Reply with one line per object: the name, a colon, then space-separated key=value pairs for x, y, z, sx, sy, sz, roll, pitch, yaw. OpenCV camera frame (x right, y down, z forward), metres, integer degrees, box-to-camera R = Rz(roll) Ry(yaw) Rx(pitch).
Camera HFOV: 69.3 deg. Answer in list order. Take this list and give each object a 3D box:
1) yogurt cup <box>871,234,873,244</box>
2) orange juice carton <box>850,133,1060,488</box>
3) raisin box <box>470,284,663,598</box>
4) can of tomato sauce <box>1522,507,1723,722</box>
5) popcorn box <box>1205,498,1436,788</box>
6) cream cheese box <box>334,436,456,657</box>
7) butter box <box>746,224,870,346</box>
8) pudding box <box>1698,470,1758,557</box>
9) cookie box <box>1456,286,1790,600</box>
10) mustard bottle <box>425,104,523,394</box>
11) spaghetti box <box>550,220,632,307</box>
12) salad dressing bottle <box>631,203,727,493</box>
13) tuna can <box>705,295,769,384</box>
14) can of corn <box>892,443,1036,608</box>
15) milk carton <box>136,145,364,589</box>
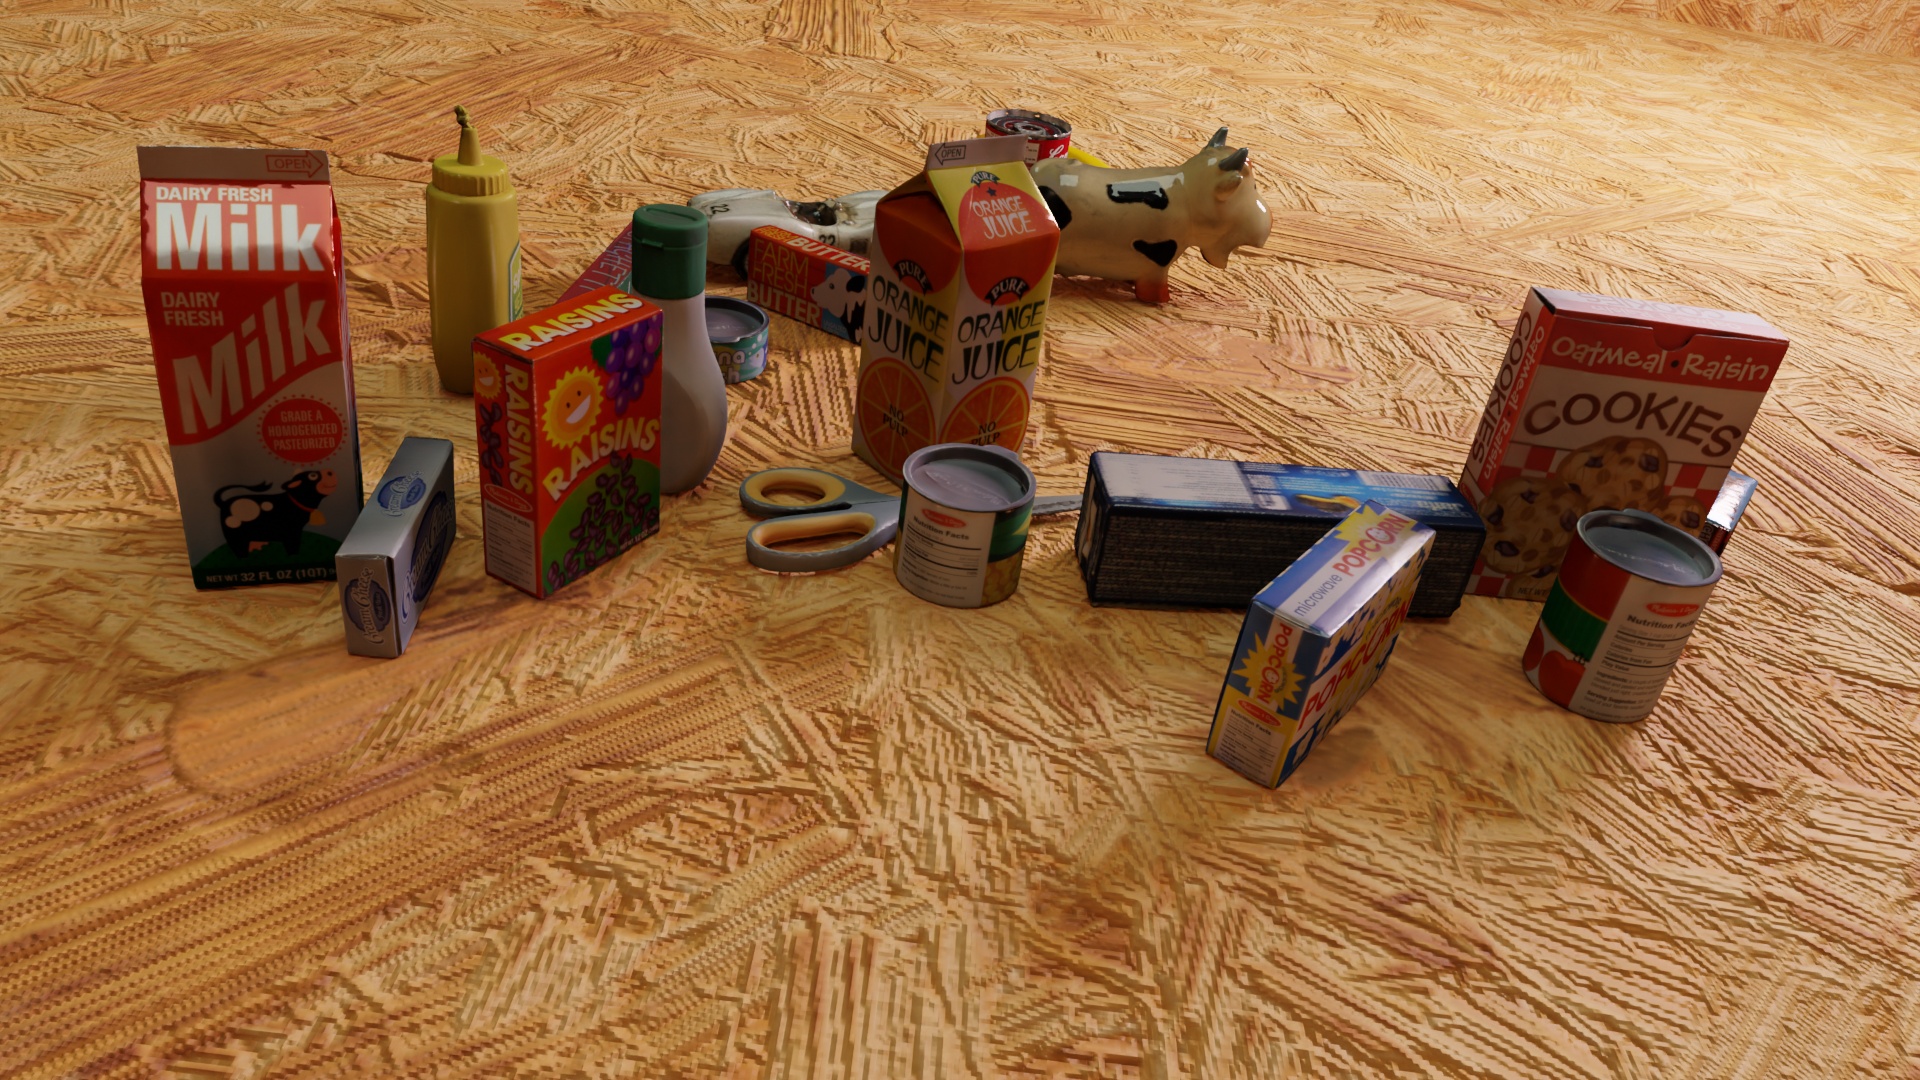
yogurt cup: x=-0.031 y=-0.186 z=0.977 sx=0.072 sy=0.053 sz=0.073 roll=6 pitch=32 yaw=-4
orange juice carton: x=-0.002 y=-0.123 z=0.752 sx=0.072 sy=0.191 sz=0.073 roll=-19 pitch=41 yaw=-38
raisin box: x=-0.181 y=-0.047 z=0.651 sx=0.040 sy=0.122 sz=0.086 roll=23 pitch=34 yaw=22
can of tomato sauce: x=0.321 y=0.036 z=0.681 sx=0.071 sy=0.082 sz=0.071 roll=6 pitch=31 yaw=-4
popcorn box: x=0.163 y=0.044 z=0.626 sx=0.038 sy=0.084 sz=0.127 roll=27 pitch=36 yaw=27
cream cheese box: x=-0.250 y=0.001 z=0.623 sx=0.024 sy=0.053 sz=0.104 roll=5 pitch=32 yaw=-7
butter box: x=-0.099 y=-0.174 z=0.943 sx=0.103 sy=0.052 sz=0.024 roll=24 pitch=35 yaw=24
pudding box: x=0.433 y=-0.007 z=0.809 sx=0.030 sy=0.049 sz=0.084 roll=27 pitch=36 yaw=27
cookie box: x=0.338 y=-0.044 z=0.733 sx=0.123 sy=0.166 sz=0.040 roll=6 pitch=31 yaw=-4
mustard bottle: x=-0.272 y=-0.162 z=0.778 sx=0.049 sy=0.159 sz=0.065 roll=2 pitch=32 yaw=-11
spaghetti box: x=-0.221 y=-0.144 z=0.866 sx=0.029 sy=0.050 sz=0.251 roll=9 pitch=32 yaw=1
salad dressing bottle: x=-0.151 y=-0.097 z=0.716 sx=0.064 sy=0.146 sz=0.044 roll=16 pitch=32 yaw=11
tuna can: x=-0.153 y=-0.125 z=0.869 sx=0.071 sy=0.032 sz=0.071 roll=6 pitch=32 yaw=-4
can of corn: x=0.002 y=-0.009 z=0.697 sx=0.071 sy=0.058 sz=0.071 roll=6 pitch=32 yaw=-4
milk carton: x=-0.305 y=-0.078 z=0.606 sx=0.072 sy=0.189 sz=0.074 roll=-4 pitch=34 yaw=-21
